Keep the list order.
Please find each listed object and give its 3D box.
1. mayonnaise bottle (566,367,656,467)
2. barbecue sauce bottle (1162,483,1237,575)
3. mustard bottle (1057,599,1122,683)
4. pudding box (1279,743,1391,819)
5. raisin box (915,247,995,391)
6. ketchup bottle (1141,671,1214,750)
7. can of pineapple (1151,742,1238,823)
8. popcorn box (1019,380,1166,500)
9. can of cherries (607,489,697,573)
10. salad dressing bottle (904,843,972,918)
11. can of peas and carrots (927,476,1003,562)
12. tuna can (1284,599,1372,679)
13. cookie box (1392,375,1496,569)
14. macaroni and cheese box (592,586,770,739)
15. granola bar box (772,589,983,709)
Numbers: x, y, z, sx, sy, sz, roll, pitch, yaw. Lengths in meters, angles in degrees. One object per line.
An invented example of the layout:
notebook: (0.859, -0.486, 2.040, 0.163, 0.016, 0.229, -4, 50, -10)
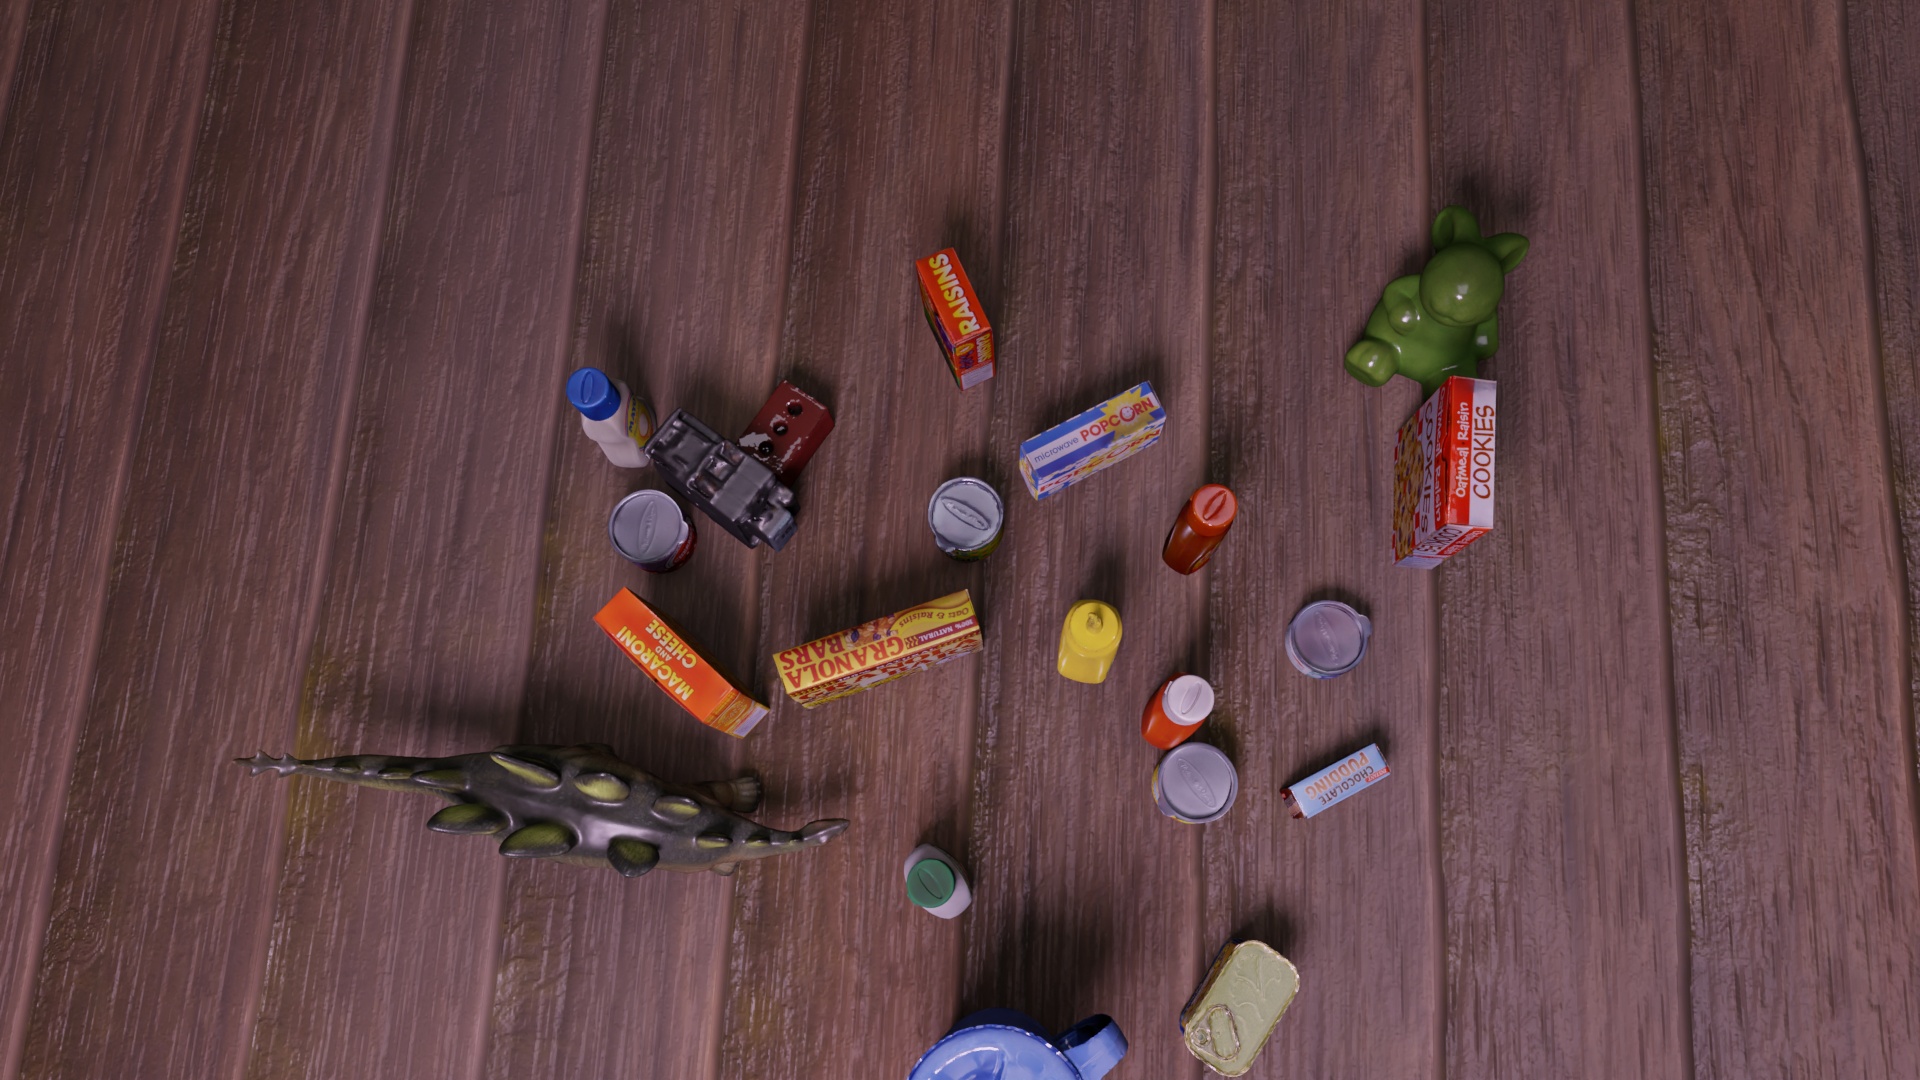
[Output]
mayonnaise bottle: (-0.304, -0.110, 1.214, 0.041, 0.148, 0.065, 3, 78, 3)
barbecue sauce bottle: (0.204, -0.013, 1.172, 0.044, 0.148, 0.065, 37, 82, 9)
mustard bottle: (0.108, 0.080, 1.148, 0.049, 0.160, 0.065, 12, 79, 5)
pudding box: (0.315, 0.203, 1.169, 0.084, 0.049, 0.030, -27, 78, -4)
raisin box: (-0.004, -0.195, 1.234, 0.040, 0.123, 0.086, -23, 78, -3)
ketchup bottle: (0.179, 0.136, 1.138, 0.043, 0.148, 0.065, 29, 80, 8)
can of pineapple: (0.194, 0.205, 1.169, 0.071, 0.057, 0.071, 0, 77, 2)
popcorn box: (0.115, -0.086, 1.224, 0.127, 0.085, 0.038, -27, 78, -4)
can of cherries: (-0.270, -0.006, 1.234, 0.071, 0.058, 0.071, 0, 77, 2)
salad dressing bottle: (-0.020, 0.274, 1.115, 0.044, 0.147, 0.064, -39, 79, -6)
can of peas and carrots: (0.004, -0.015, 1.226, 0.071, 0.058, 0.071, 0, 77, 2)
tuna can: (0.319, 0.085, 1.204, 0.071, 0.032, 0.071, 0, 77, 2)
cookie box: (0.401, -0.053, 1.163, 0.040, 0.167, 0.123, 5, 78, 3)
macaroni and cheese box: (-0.227, 0.106, 1.152, 0.124, 0.166, 0.040, 41, 82, 10)
granola bar box: (-0.064, 0.094, 1.170, 0.166, 0.124, 0.039, -19, 78, -2)
